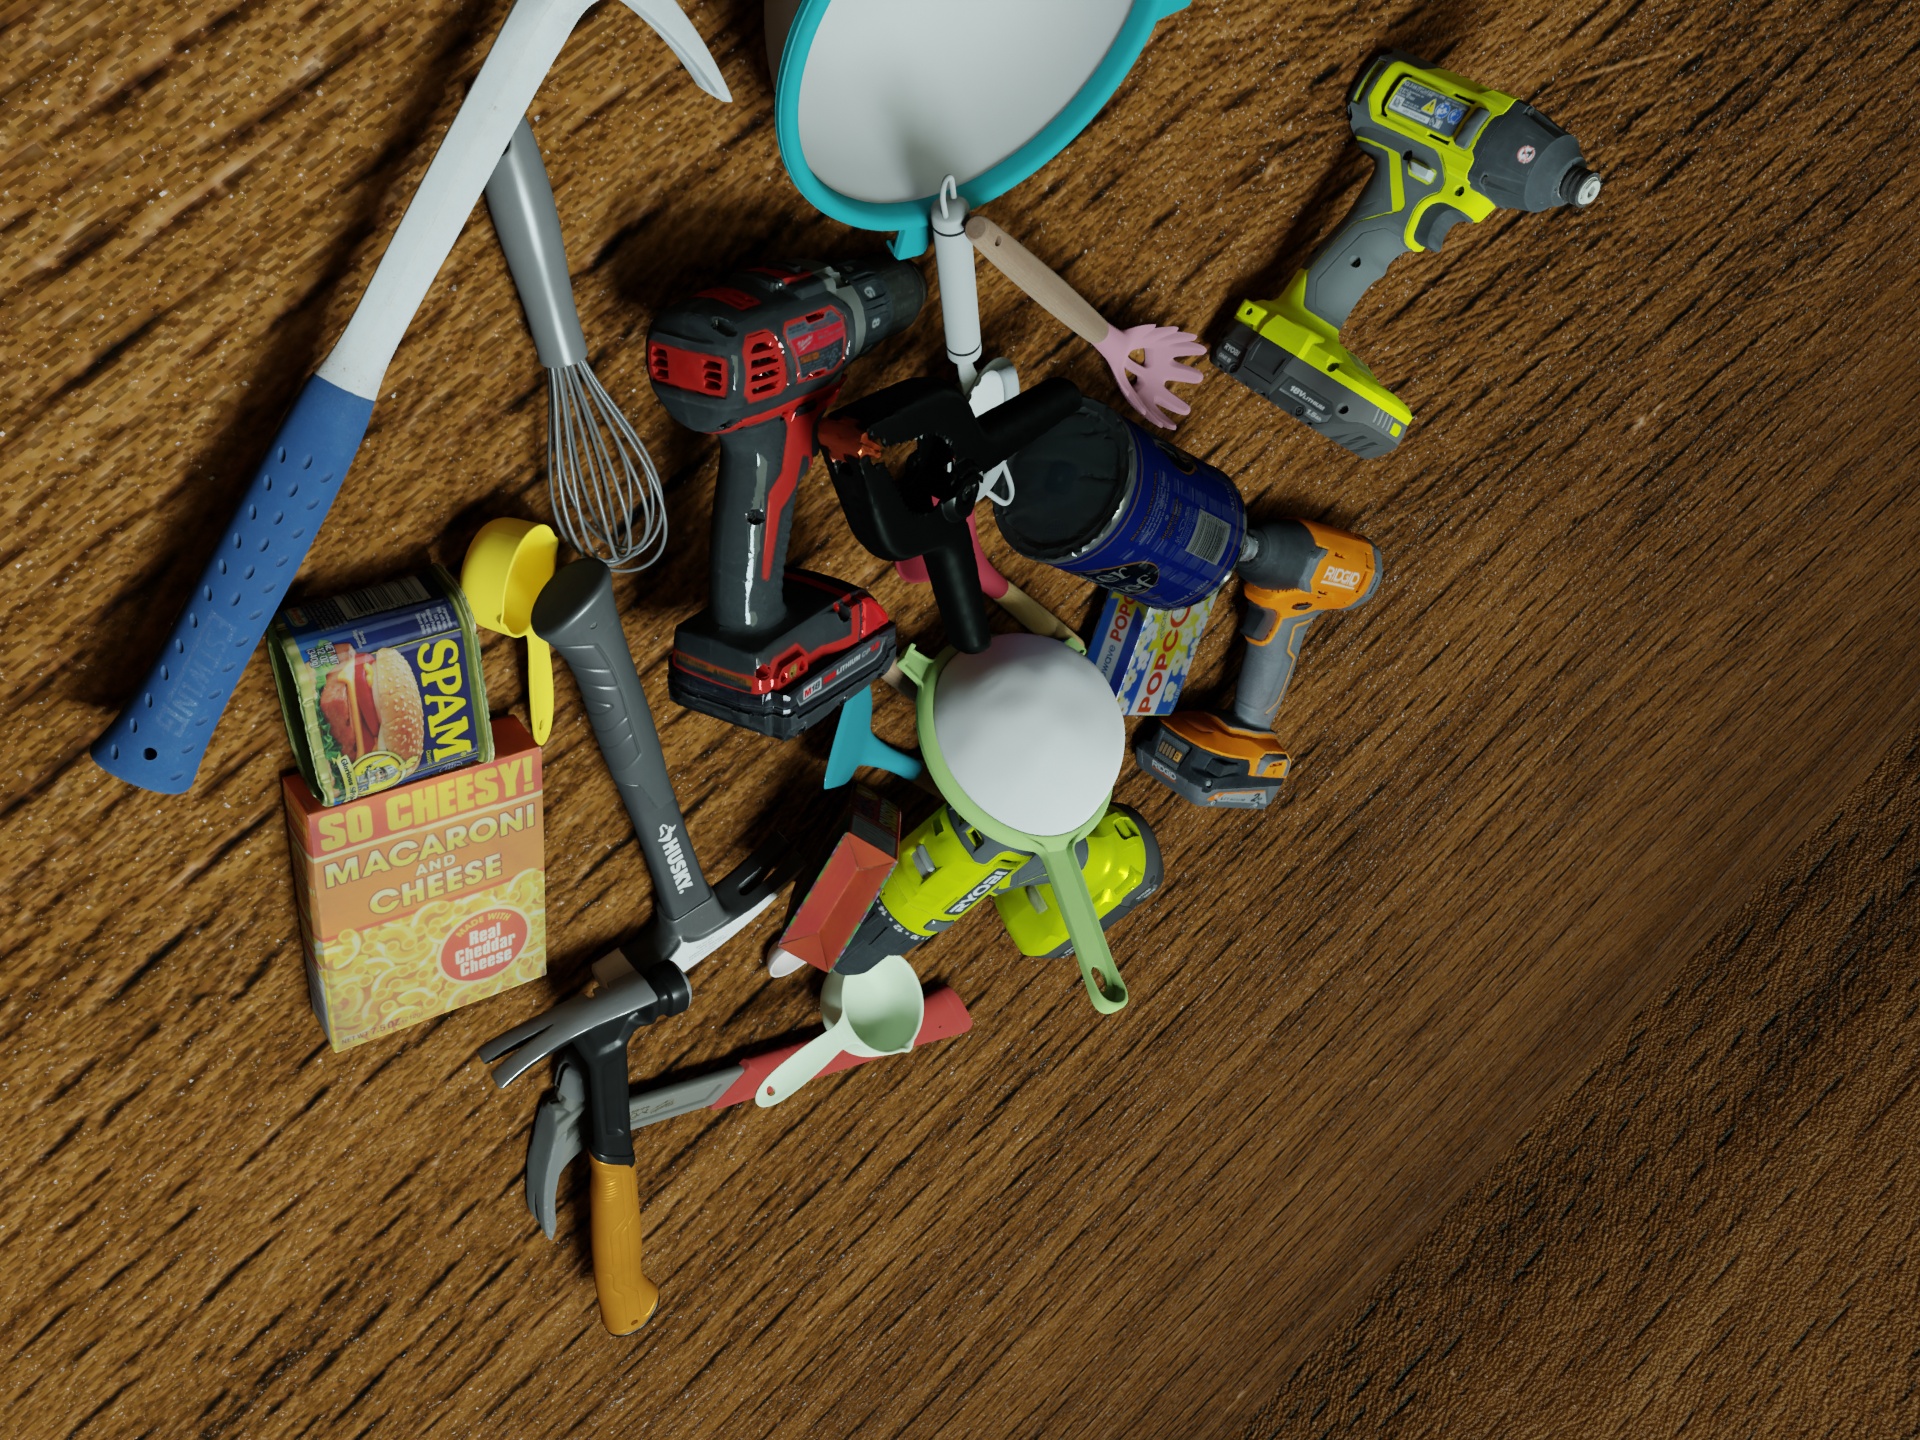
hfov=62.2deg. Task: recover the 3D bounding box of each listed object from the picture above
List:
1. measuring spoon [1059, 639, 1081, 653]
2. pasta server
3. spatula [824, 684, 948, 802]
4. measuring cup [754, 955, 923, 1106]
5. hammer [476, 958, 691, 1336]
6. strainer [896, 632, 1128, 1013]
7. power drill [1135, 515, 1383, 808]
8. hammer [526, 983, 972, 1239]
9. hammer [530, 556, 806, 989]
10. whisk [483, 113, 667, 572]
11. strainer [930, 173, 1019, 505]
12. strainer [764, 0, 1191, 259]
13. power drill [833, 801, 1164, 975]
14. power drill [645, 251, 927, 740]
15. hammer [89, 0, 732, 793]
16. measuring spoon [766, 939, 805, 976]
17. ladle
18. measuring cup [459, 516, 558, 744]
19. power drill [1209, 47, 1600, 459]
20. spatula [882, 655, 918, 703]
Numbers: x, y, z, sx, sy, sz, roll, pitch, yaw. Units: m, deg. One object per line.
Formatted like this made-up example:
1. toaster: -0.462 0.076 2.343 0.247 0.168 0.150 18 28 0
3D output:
1. measuring spoon: 0.056 -0.003 1.117 0.042 0.021 0.128 -11 139 -34
2. pasta server: 0.075 -0.223 0.887 0.316 0.040 0.060 6 107 -67
3. spatula: -0.010 0.044 1.089 0.317 0.044 0.082 31 71 -54
4. measuring cup: -0.094 0.222 1.115 0.167 0.038 0.083 -33 98 -44
5. hammer: -0.233 0.301 1.036 0.127 0.034 0.336 -22 136 -31
6. strainer: 0.067 0.049 0.978 0.151 0.256 0.069 -4 157 -37
7. power drill: 0.221 -0.049 1.216 0.164 0.084 0.226 6 113 -46
8. hammer: -0.139 0.261 1.152 0.359 0.037 0.149 -9 127 -40
9. hammer: -0.173 0.034 0.899 0.146 0.035 0.334 -33 146 -21
10. whisk: -0.181 -0.169 0.734 0.055 0.055 0.238 -30 134 -24
11. strainer: 0.001 -0.197 0.852 0.087 0.050 0.258 -62 165 -21
12. strainer: -0.036 -0.340 0.650 0.211 0.095 0.340 -40 159 13
13. power drill: 0.024 0.117 1.125 0.190 0.080 0.228 -42 151 24
14. power drill: -0.079 -0.125 0.816 0.188 0.080 0.226 -39 139 -49
15. hammer: -0.244 -0.145 0.659 0.144 0.035 0.405 26 101 -32
16. measuring spoon: -0.092 0.156 1.131 0.124 0.018 0.034 -8 138 -50
17. ladle: 0.039 -0.078 1.049 0.069 0.031 0.315 -55 145 1
18. measuring cup: -0.228 -0.040 0.811 0.156 0.029 0.062 102 7 -50
19. power drill: 0.272 -0.285 0.990 0.080 0.171 0.223 12 116 -49
20. spatula: -0.002 -0.003 1.068 0.060 0.018 0.315 -28 144 20
